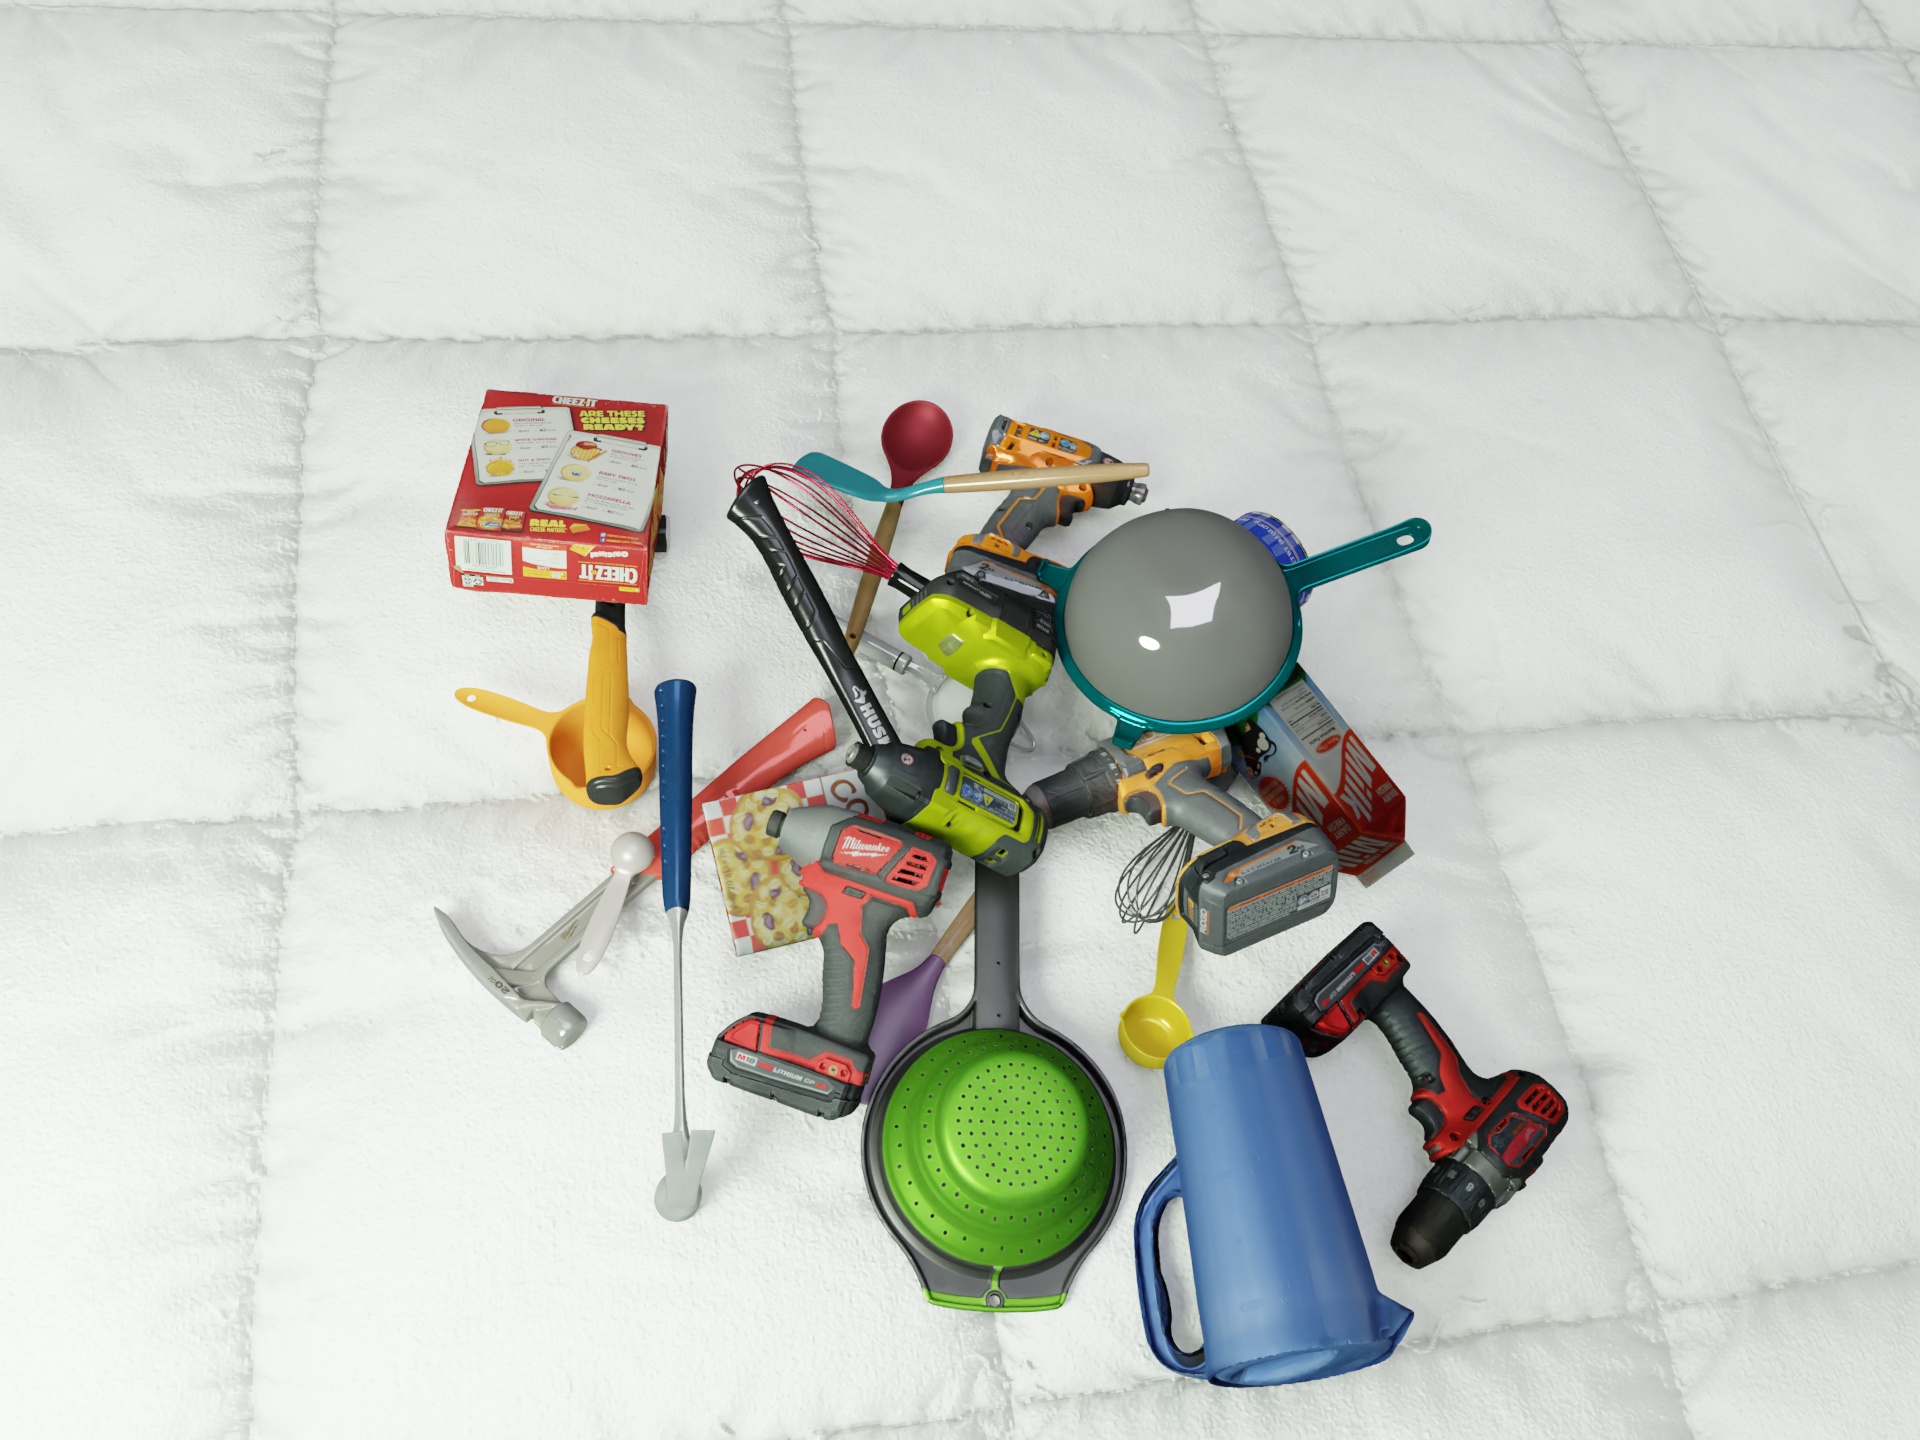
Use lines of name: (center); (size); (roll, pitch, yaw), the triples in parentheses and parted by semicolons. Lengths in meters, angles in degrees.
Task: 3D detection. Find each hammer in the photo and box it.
hammer: (-0.209, 0.152, 1.184); (0.035, 0.144, 0.406); (1, 62, -13)
hammer: (-0.099, -0.054, 1.335); (0.146, 0.035, 0.335); (-27, 87, -19)
hammer: (-0.301, -0.061, 1.322); (0.127, 0.034, 0.337); (-2, 45, -11)
hammer: (-0.241, 0.094, 1.287); (0.149, 0.036, 0.359); (40, 62, 14)

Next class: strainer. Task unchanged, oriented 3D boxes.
strainer: (-0.045, -0.046, 1.403); (0.258, 0.050, 0.087); (29, 64, 12)
strainer: (0.243, -0.123, 1.328); (0.340, 0.095, 0.211); (-20, 63, -5)

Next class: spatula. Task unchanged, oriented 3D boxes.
spatula: (0.010, -0.224, 1.428); (0.317, 0.044, 0.082); (-2, 22, 11)
spatula: (-0.006, 0.173, 1.290); (0.060, 0.018, 0.316); (35, 61, 8)

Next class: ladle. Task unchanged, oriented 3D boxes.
ladle: (-0.066, -0.180, 1.469); (0.069, 0.031, 0.316); (13, 53, 1)

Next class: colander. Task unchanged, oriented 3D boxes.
colander: (0.034, 0.233, 1.203); (0.204, 0.094, 0.397); (5, 63, -8)

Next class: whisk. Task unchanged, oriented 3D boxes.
whisk: (0.197, 0.089, 1.361); (0.055, 0.055, 0.239); (31, 55, 9)
whisk: (-0.074, -0.139, 1.390); (0.296, 0.073, 0.073); (32, 59, 1)

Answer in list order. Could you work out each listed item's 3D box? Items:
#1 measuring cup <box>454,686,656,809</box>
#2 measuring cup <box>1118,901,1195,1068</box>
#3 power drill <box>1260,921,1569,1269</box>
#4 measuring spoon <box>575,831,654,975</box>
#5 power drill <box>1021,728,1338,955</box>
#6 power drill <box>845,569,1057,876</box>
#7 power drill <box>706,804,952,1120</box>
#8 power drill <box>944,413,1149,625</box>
measuring cup: (-0.333, 0.016, 1.309); (0.173, 0.052, 0.095); (19, 58, 4)
measuring cup: (0.164, 0.215, 1.296); (0.062, 0.029, 0.157); (17, 47, 1)
power drill: (0.344, 0.293, 1.247); (0.188, 0.080, 0.227); (-38, 75, -26)
measuring spoon: (-0.269, 0.138, 1.225); (0.034, 0.018, 0.124); (17, 60, 1)
power drill: (0.170, 0.087, 1.276); (0.185, 0.084, 0.226); (-20, 40, -17)
power drill: (-0.002, -0.004, 1.276); (0.171, 0.080, 0.223); (29, 49, -23)
power drill: (-0.105, 0.173, 1.190); (0.143, 0.078, 0.220); (19, 82, 4)
power drill: (0.080, -0.178, 1.478); (0.164, 0.084, 0.227); (18, 54, 1)
